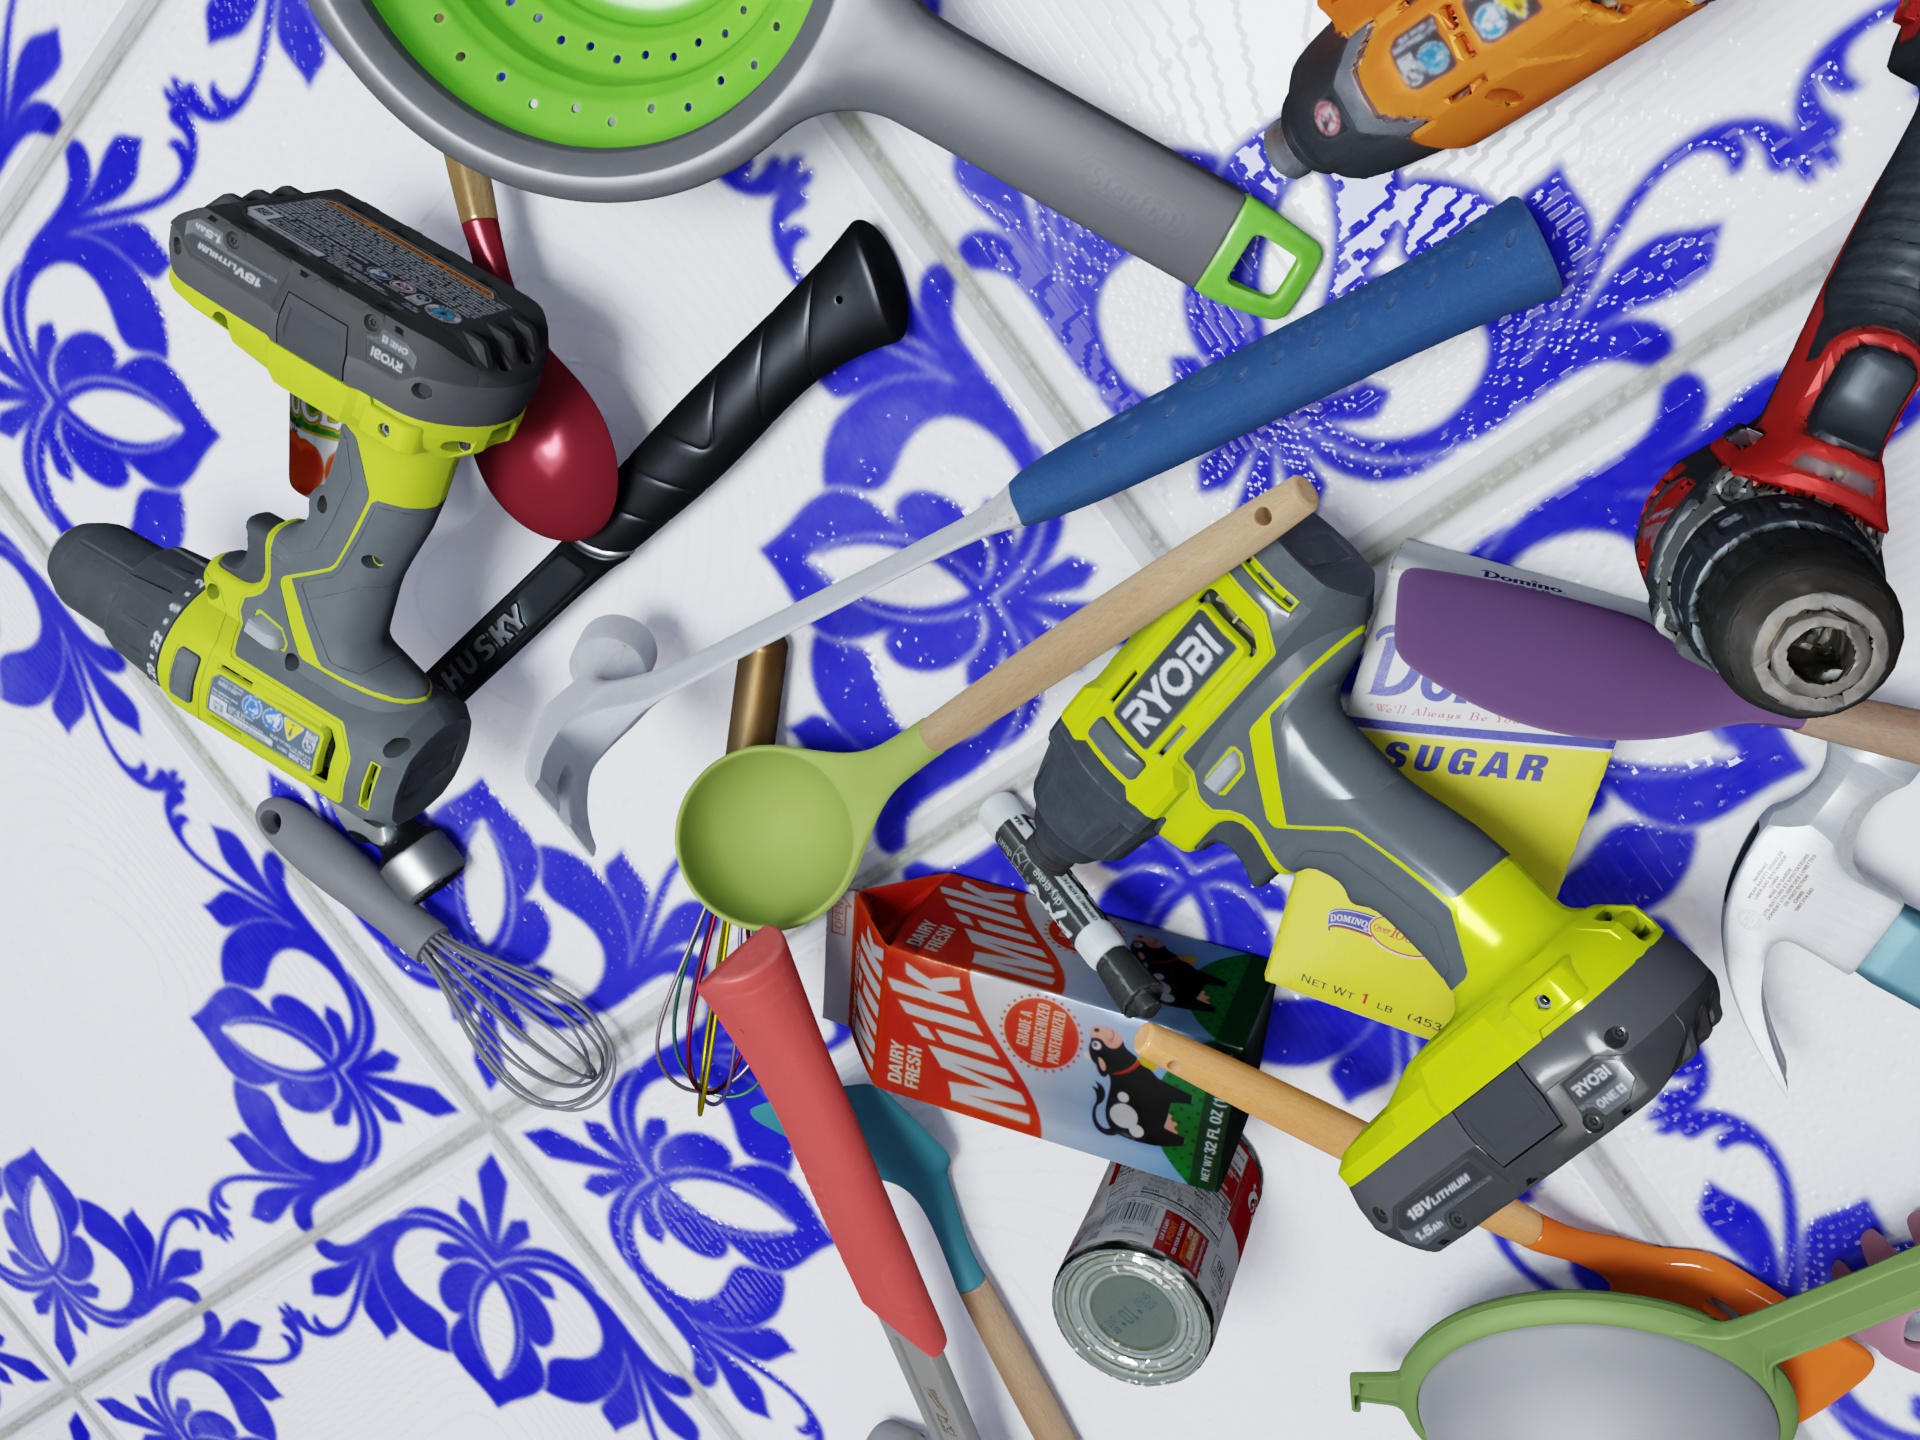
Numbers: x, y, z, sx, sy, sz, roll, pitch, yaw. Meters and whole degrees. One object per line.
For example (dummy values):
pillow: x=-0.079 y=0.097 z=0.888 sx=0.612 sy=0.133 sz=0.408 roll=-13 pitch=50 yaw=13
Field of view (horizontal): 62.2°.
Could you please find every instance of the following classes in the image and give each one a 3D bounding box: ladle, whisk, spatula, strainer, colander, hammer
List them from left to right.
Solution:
whisk: x=-0.271 y=0.115 z=0.808 sx=0.239 sy=0.055 sz=0.055 roll=37 pitch=119 yaw=11
ladle: x=-0.197 y=-0.226 z=0.638 sx=0.069 sy=0.031 sz=0.315 roll=-8 pitch=98 yaw=25
hammer: x=-0.173 y=-0.073 z=0.701 sx=0.409 sy=0.036 sz=0.149 roll=-37 pitch=92 yaw=28
whisk: x=-0.103 y=0.076 z=0.725 sx=0.051 sy=0.047 sz=0.245 roll=17 pitch=112 yaw=17
colander: x=-0.051 y=-0.256 z=0.562 sx=0.397 sy=0.095 sz=0.204 roll=26 pitch=118 yaw=-9
hammer: x=-0.028 y=0.244 z=0.705 sx=0.149 sy=0.037 sz=0.358 roll=4 pitch=124 yaw=36
ladle: x=-0.001 y=-0.002 z=0.585 sx=0.320 sy=0.062 sz=0.078 roll=-33 pitch=84 yaw=42
spatula: x=0.010 y=0.298 z=0.762 sx=0.082 sy=0.044 sz=0.317 roll=-20 pitch=102 yaw=34
hammer: x=0.012 y=-0.070 z=0.571 sx=0.405 sy=0.144 sz=0.035 roll=-25 pitch=117 yaw=17
spatula: x=0.203 y=0.194 z=0.613 sx=0.322 sy=0.041 sz=0.081 roll=28 pitch=123 yaw=-14
strainer: x=0.276 y=0.263 z=0.588 sx=0.151 sy=0.069 sz=0.256 roll=32 pitch=130 yaw=-11
spatula: x=0.294 y=0.004 z=0.508 sx=0.316 sy=0.060 sz=0.018 roll=13 pitch=143 yaw=2
hammer: x=0.405 y=0.134 z=0.512 sx=0.331 sy=0.033 sz=0.128 roll=34 pitch=112 yaw=17

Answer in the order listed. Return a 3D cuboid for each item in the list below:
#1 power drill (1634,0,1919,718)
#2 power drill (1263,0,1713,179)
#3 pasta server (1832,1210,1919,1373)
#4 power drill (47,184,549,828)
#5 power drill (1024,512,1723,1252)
power drill: x=0.258 y=-0.110 z=0.428 sx=0.080 sy=0.188 sz=0.226 roll=25 pitch=113 yaw=11
power drill: x=0.109 y=-0.277 z=0.469 sx=0.226 sy=0.084 sz=0.164 roll=59 pitch=149 yaw=-8
pasta server: x=0.427 y=0.127 z=0.539 sx=0.060 sy=0.040 sz=0.316 roll=37 pitch=115 yaw=6
power drill: x=-0.271 y=-0.088 z=0.637 sx=0.190 sy=0.080 sz=0.228 roll=31 pitch=119 yaw=6
power drill: x=0.127 y=0.059 z=0.554 sx=0.223 sy=0.080 sz=0.171 roll=50 pitch=125 yaw=18
